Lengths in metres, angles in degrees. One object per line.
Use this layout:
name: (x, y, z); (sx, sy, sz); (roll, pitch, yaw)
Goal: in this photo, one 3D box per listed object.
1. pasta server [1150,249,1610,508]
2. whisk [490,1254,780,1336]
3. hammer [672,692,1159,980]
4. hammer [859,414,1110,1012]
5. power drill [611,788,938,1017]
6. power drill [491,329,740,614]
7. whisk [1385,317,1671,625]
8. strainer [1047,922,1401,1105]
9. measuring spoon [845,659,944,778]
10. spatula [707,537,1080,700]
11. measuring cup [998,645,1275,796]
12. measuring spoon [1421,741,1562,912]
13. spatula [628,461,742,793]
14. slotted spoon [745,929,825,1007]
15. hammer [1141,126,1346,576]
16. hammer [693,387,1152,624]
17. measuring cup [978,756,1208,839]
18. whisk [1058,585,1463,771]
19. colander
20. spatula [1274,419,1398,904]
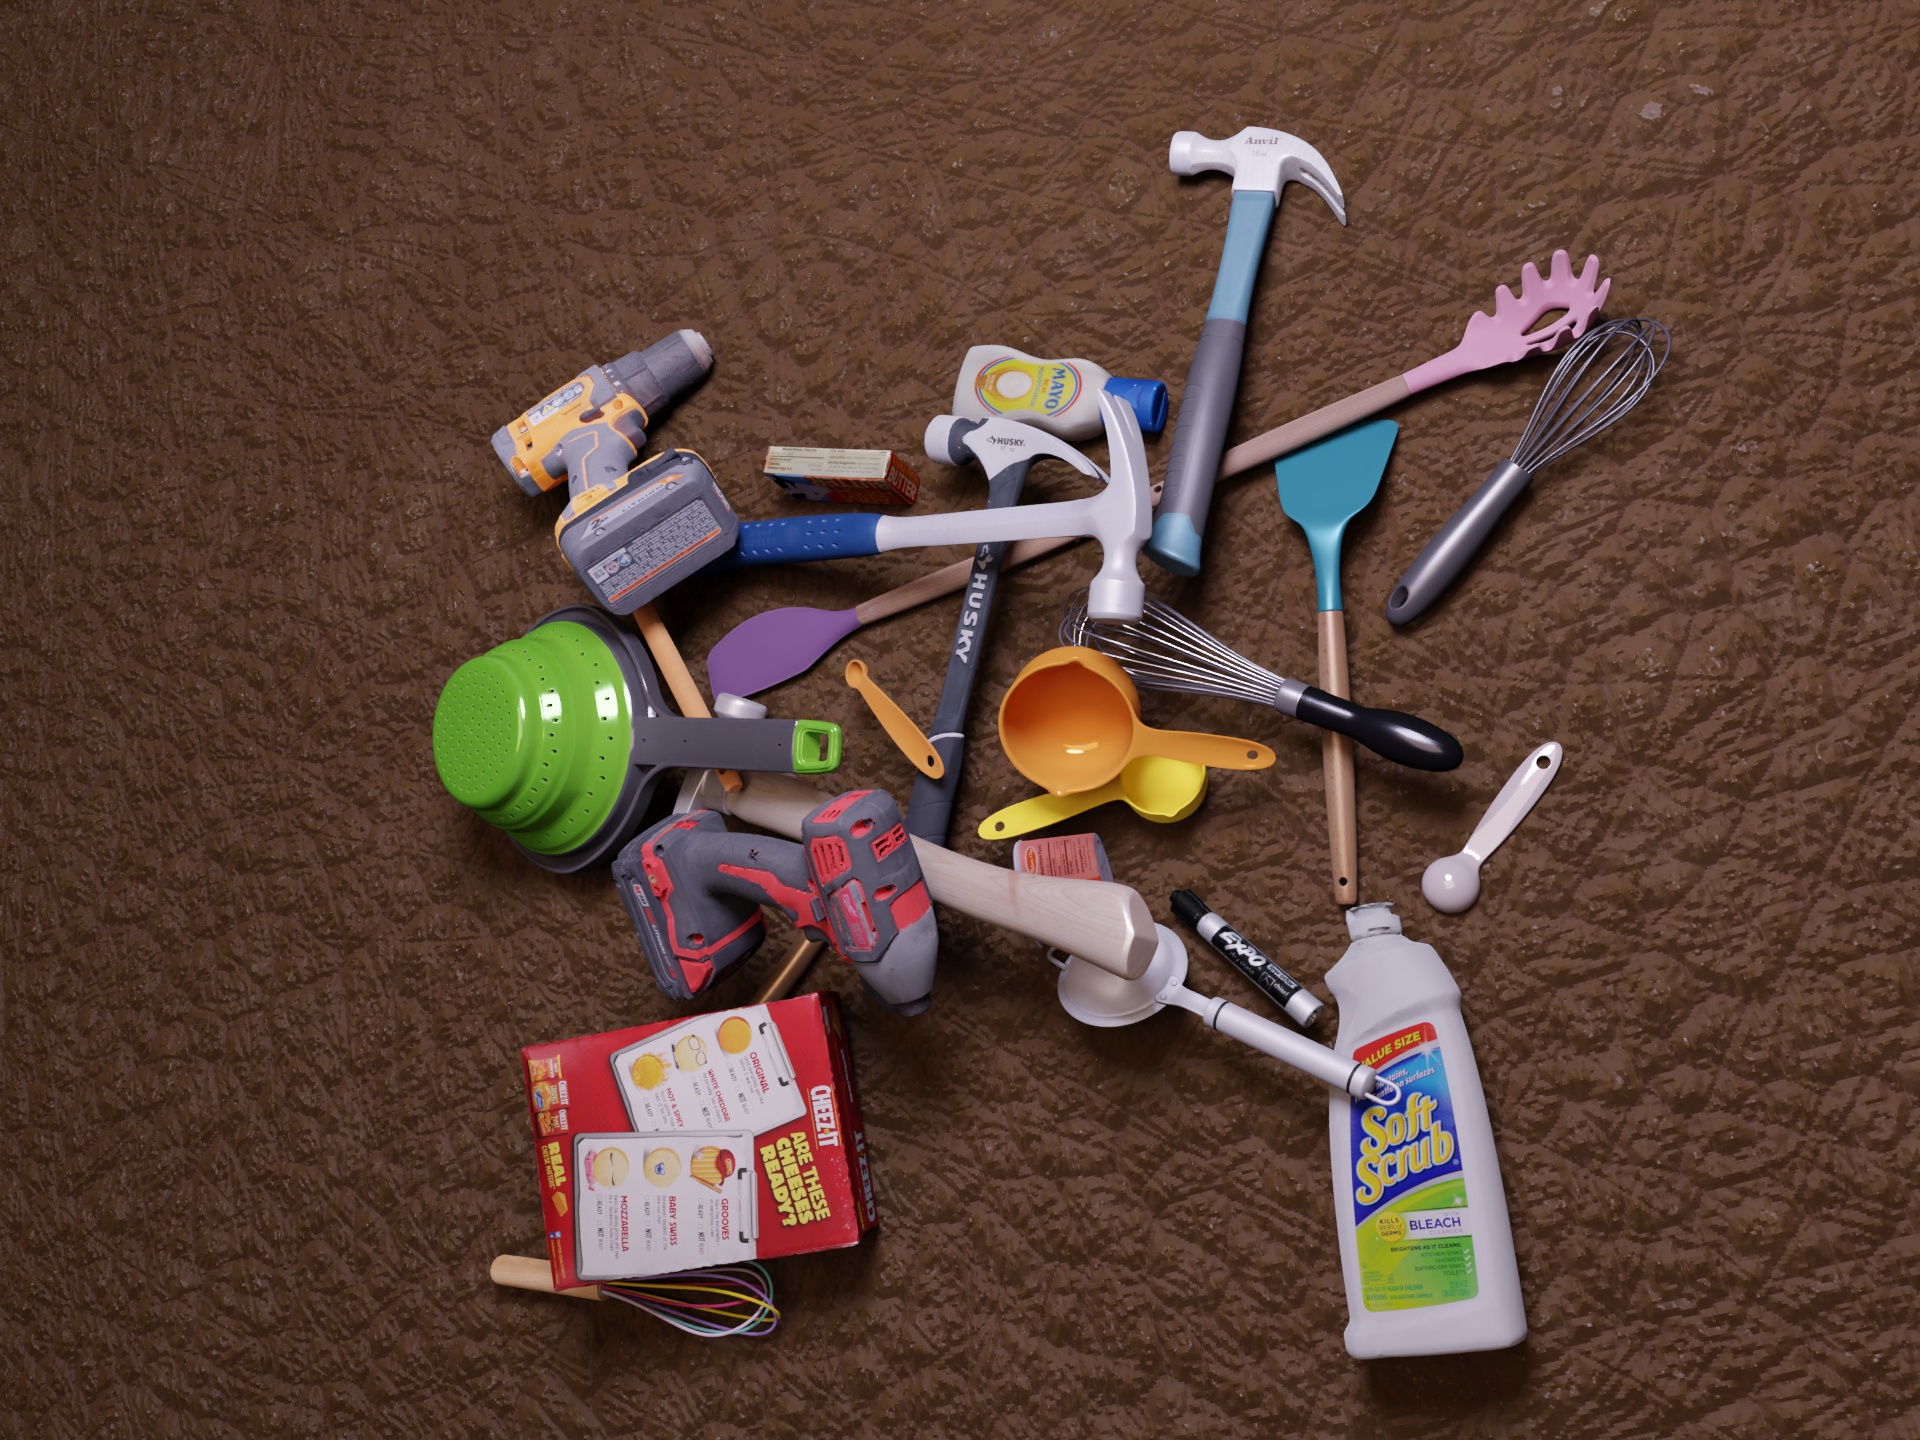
pasta server: (0.261, -0.210, 1.029); (0.316, 0.040, 0.060); (-23, 56, 16)
whisk: (-0.232, 0.395, 1.114); (0.245, 0.047, 0.051); (-2, 79, 26)
hammer: (-0.048, 0.096, 1.045); (0.411, 0.038, 0.146); (18, 88, 41)
hammer: (-0.002, -0.003, 1.080); (0.149, 0.036, 0.409); (13, 91, 39)
power drill: (-0.110, 0.121, 1.013); (0.220, 0.078, 0.143); (-7, 109, 39)
power drill: (-0.242, -0.199, 1.195); (0.185, 0.084, 0.226); (-34, 47, -4)
whisk: (0.347, -0.152, 0.984); (0.055, 0.055, 0.239); (43, 102, 25)
strainer: (0.150, 0.173, 0.967); (0.259, 0.050, 0.087); (21, 56, 37)
measuring spoon: (-0.043, -0.001, 1.085); (0.117, 0.011, 0.021); (49, 122, 31)
spatula: (-0.051, -0.087, 1.153); (0.316, 0.018, 0.060); (-20, 68, 19)
measuring cup: (0.113, 0.003, 1.011); (0.173, 0.052, 0.095); (9, 112, 7)
measuring spoon: (0.323, 0.063, 0.960); (0.034, 0.018, 0.124); (38, 94, 25)
spatula: (-0.229, -0.072, 1.197); (0.081, 0.041, 0.323); (-37, 62, 10)
slotted spoon: (-0.148, 0.216, 1.125); (0.070, 0.031, 0.314); (37, 92, 20)
hammer: (0.172, -0.251, 1.059); (0.128, 0.033, 0.331); (9, 73, 21)
hammer: (-0.043, -0.134, 1.088); (0.406, 0.035, 0.144); (1, 84, 40)
measuring cup: (0.088, 0.055, 1.048); (0.156, 0.029, 0.062); (-19, 61, 14)
whisk: (0.181, -0.025, 1.001); (0.285, 0.070, 0.070); (23, 88, 32)
colander: (-0.256, 0.012, 1.123); (0.397, 0.094, 0.204); (1, 87, 38)
spatula: (0.242, -0.042, 1.016); (0.082, 0.044, 0.317); (-4, 82, 24)
